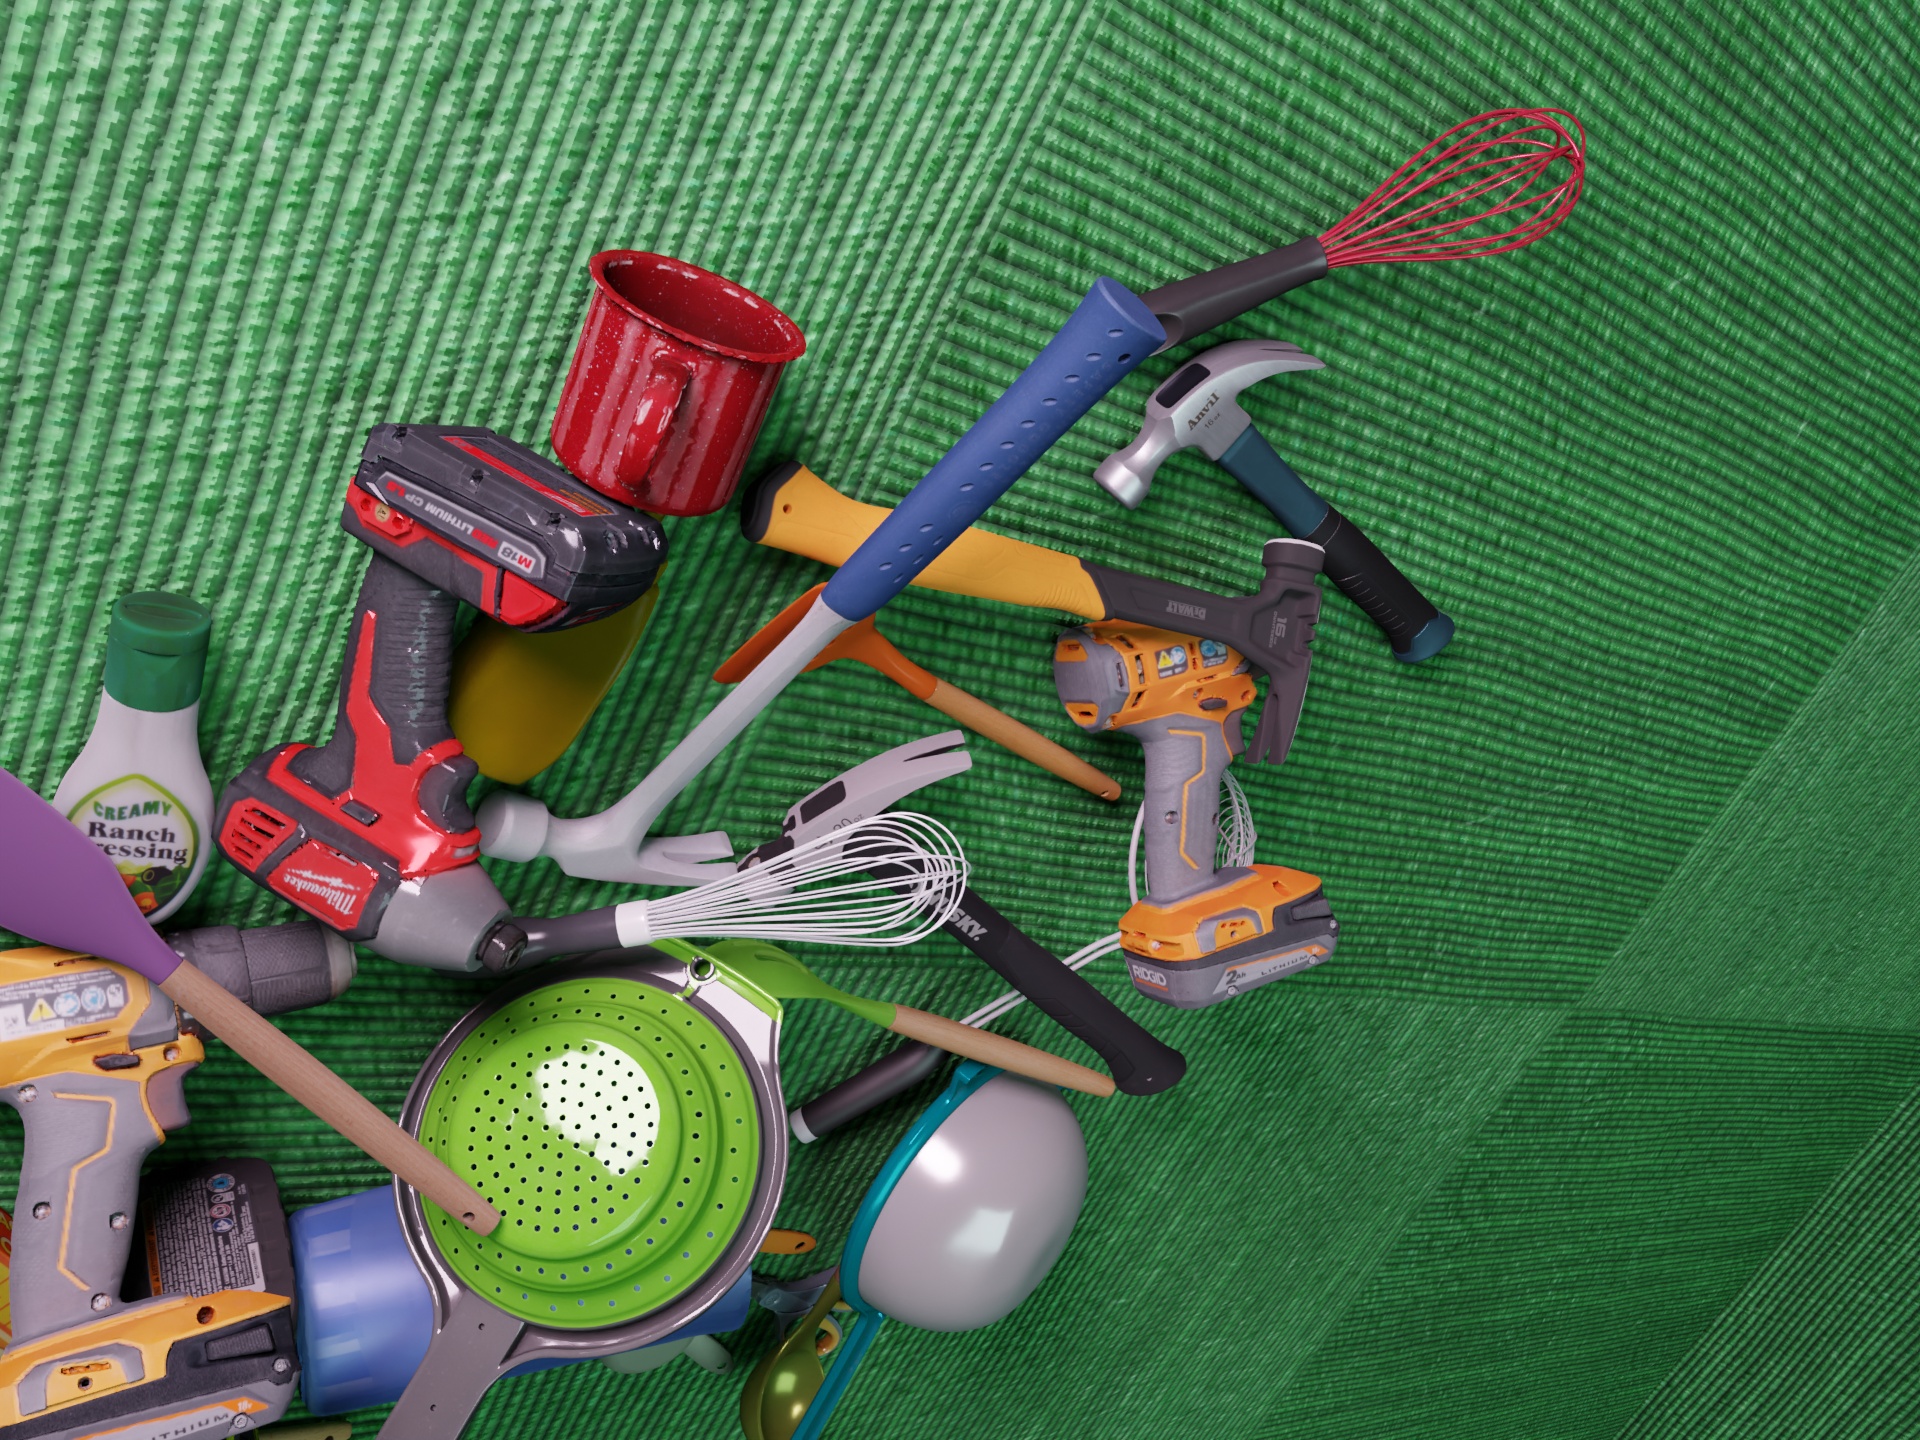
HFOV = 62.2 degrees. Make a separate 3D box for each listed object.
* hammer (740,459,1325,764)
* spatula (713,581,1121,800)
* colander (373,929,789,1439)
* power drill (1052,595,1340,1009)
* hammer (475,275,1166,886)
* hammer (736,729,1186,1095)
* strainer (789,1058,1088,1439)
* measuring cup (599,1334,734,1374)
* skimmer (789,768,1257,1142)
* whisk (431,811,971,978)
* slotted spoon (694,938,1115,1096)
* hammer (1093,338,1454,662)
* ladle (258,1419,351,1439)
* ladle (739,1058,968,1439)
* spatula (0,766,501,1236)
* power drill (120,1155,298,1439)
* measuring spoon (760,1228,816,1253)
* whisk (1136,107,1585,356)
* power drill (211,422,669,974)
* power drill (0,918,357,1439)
[{"bbox_3d":[0.045,-0.065,0.825,0.336,0.034,0.127,11,87,-27],"label":"hammer"},{"bbox_3d":[-0.001,-0.003,0.887,0.081,0.041,0.322,-38,139,22],"label":"spatula"},{"bbox_3d":[-0.230,0.279,0.773,0.397,0.204,0.094,-60,173,-17],"label":"colander"},{"bbox_3d":[0.154,0.039,0.944,0.164,0.084,0.226,-15,97,-24],"label":"power drill"},{"bbox_3d":[-0.059,-0.046,0.745,0.144,0.035,0.405,20,127,-44],"label":"hammer"},{"bbox_3d":[0.033,0.135,0.953,0.146,0.035,0.334,-39,123,14],"label":"hammer"},{"bbox_3d":[-0.010,0.388,1.071,0.340,0.095,0.210,-60,152,0],"label":"strainer"},{"bbox_3d":[-0.193,0.429,1.092,0.083,0.038,0.167,-36,133,-5],"label":"measuring cup"},{"bbox_3d":[0.038,0.154,1.045,0.363,0.090,0.127,-32,131,5],"label":"skimmer"},{"bbox_3d":[-0.134,0.099,0.817,0.284,0.070,0.070,-10,132,2],"label":"whisk"},{"bbox_3d":[-0.024,0.185,0.968,0.313,0.070,0.031,25,88,-31],"label":"slotted spoon"},{"bbox_3d":[0.214,-0.114,0.955,0.128,0.033,0.330,-49,135,10],"label":"hammer"},{"bbox_3d":[-0.500,0.423,0.891,0.315,0.031,0.069,9,105,-41],"label":"ladle"},{"bbox_3d":[-0.062,0.379,1.114,0.078,0.062,0.320,19,104,-55],"label":"ladle"},{"bbox_3d":[-0.321,0.127,0.685,0.060,0.018,0.315,-42,108,8],"label":"spatula"},{"bbox_3d":[-0.383,0.360,0.809,0.080,0.191,0.228,-4,120,-30],"label":"power drill"},{"bbox_3d":[-0.142,0.359,1.092,0.116,0.011,0.021,23,108,-43],"label":"measuring spoon"},{"bbox_3d":[0.202,-0.248,0.830,0.296,0.073,0.073,-24,133,-9],"label":"whisk"},{"bbox_3d":[-0.216,-0.002,0.667,0.219,0.143,0.078,-63,170,15],"label":"power drill"},{"bbox_3d":[-0.350,0.200,0.704,0.185,0.226,0.084,-9,166,-32],"label":"power drill"}]
